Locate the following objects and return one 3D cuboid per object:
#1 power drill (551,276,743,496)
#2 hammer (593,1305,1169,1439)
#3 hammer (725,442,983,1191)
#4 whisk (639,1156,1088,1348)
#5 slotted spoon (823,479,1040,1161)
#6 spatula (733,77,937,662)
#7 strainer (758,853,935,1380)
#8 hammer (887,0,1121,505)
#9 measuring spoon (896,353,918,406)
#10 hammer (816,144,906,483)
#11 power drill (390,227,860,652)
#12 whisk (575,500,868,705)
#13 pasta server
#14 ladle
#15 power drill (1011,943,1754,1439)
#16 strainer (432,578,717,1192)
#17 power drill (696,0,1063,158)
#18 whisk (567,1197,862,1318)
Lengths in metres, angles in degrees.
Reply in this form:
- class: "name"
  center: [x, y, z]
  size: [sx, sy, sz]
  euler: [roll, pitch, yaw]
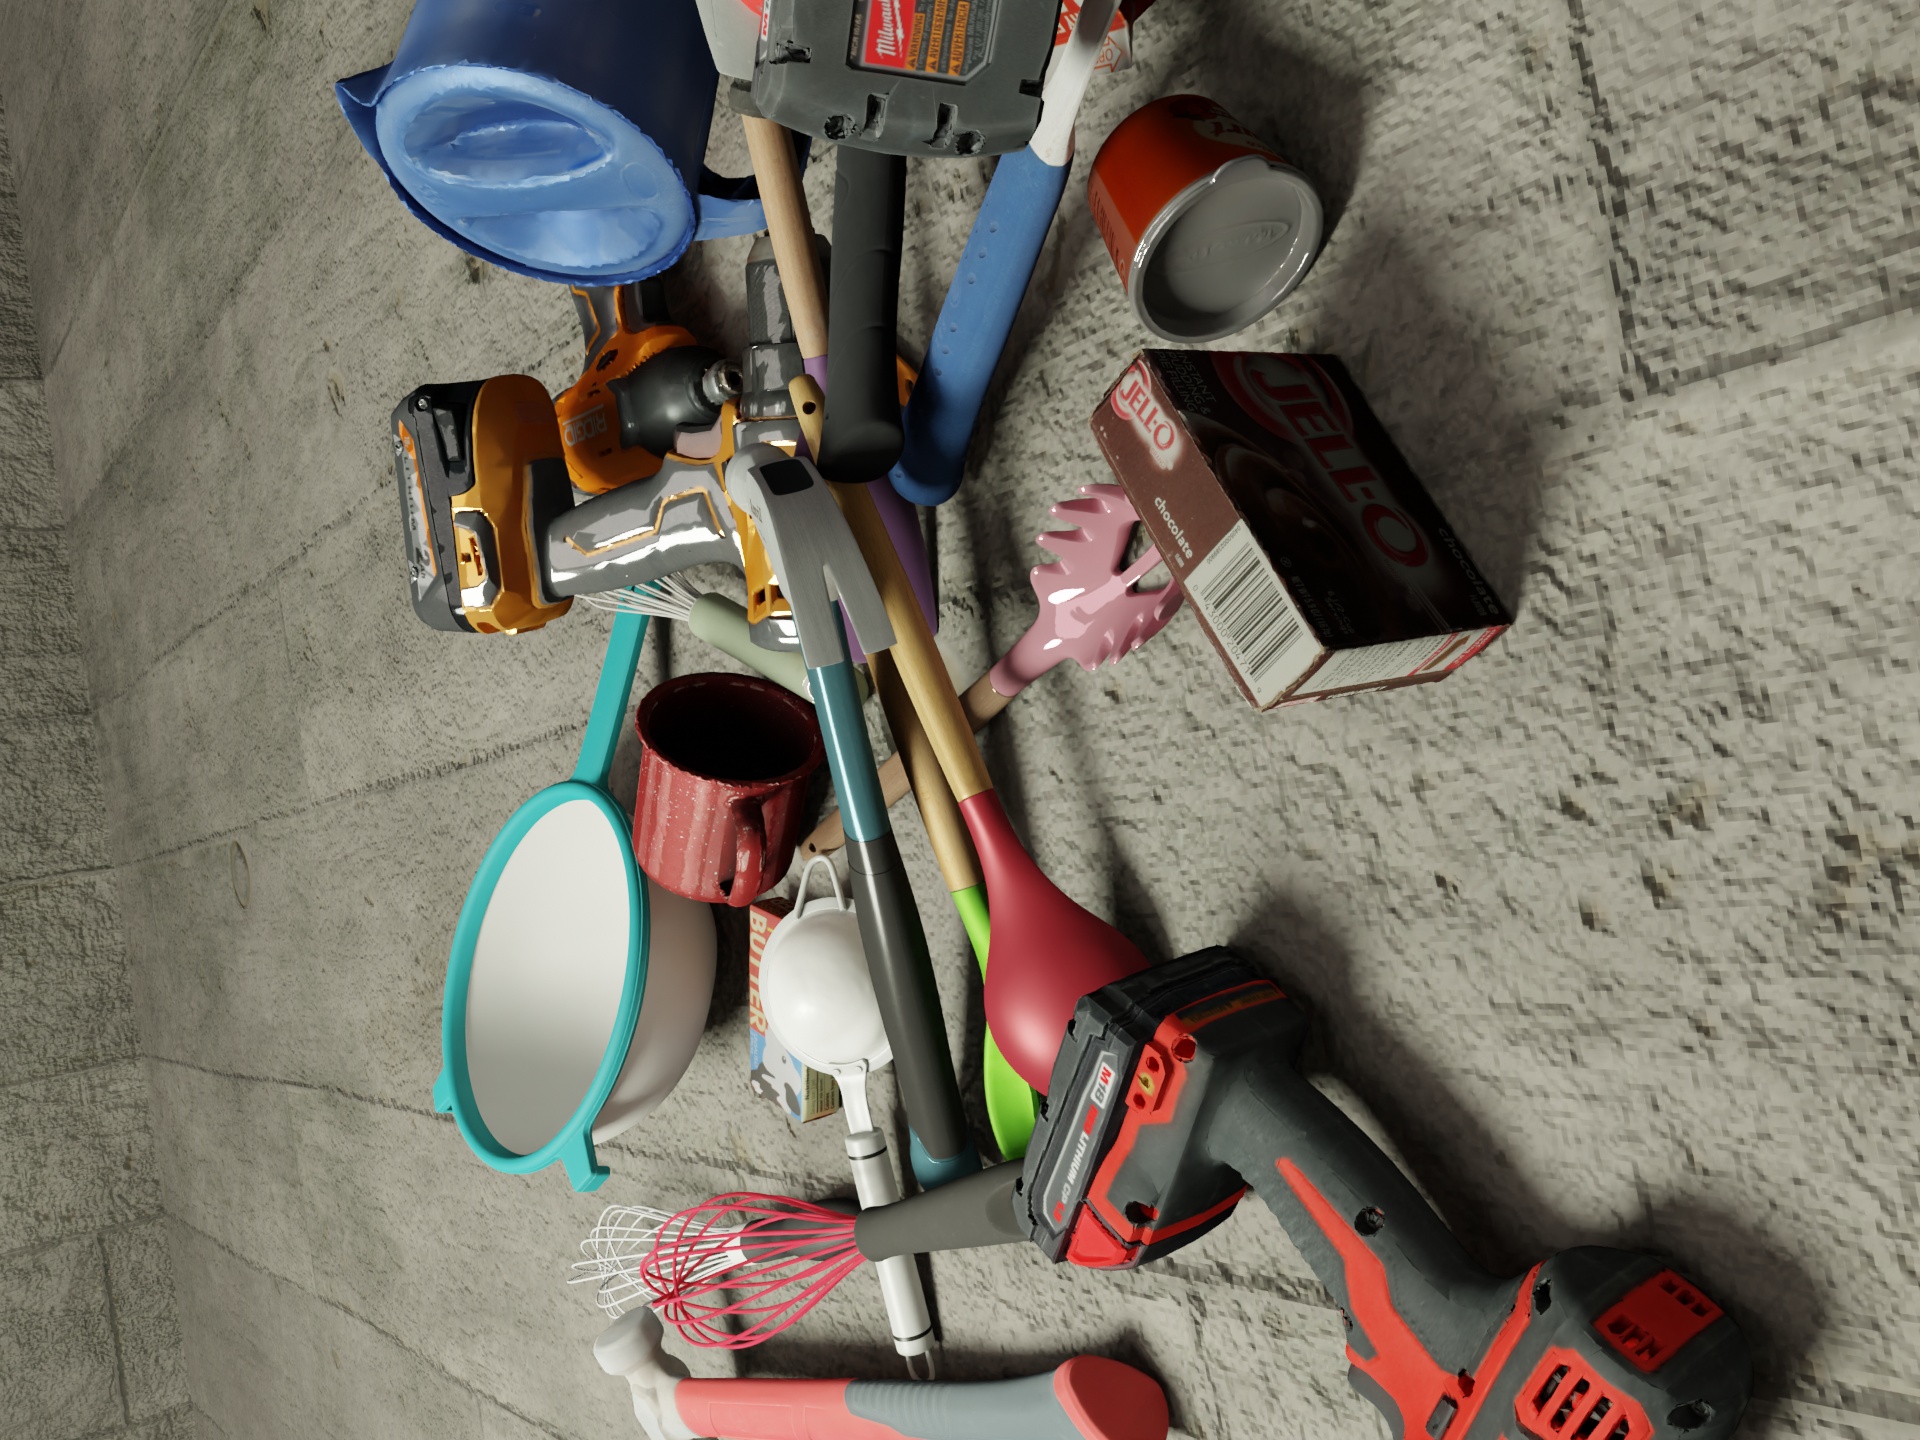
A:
- class: "power drill"
  center: [-0.171, -0.238, 0.814]
  size: [0.164, 0.084, 0.226]
  euler: [-4, 97, 51]
- class: "hammer"
  center: [-0.041, 0.346, 0.766]
  size: [0.386, 0.038, 0.143]
  euler: [-24, 101, 46]
- class: "hammer"
  center: [-0.036, 0.055, 0.657]
  size: [0.128, 0.033, 0.330]
  euler: [-134, 30, -65]
- class: "whisk"
  center: [-0.050, 0.232, 0.707]
  size: [0.296, 0.073, 0.073]
  euler: [-29, 73, 41]
- class: "slotted spoon"
  center: [-0.004, 0.043, 0.655]
  size: [0.070, 0.031, 0.314]
  euler: [-20, 90, 51]
- class: "spatula"
  center: [-0.066, -0.175, 0.653]
  size: [0.018, 0.059, 0.315]
  euler: [-149, 44, -67]
- class: "strainer"
  center: [-0.046, 0.193, 0.754]
  size: [0.087, 0.050, 0.258]
  euler: [-13, 93, 23]
- class: "hammer"
  center: [0.031, -0.195, 0.495]
  size: [0.405, 0.035, 0.144]
  euler: [120, 147, -62]
- class: "measuring spoon"
  center: [-0.045, -0.173, 0.720]
  size: [0.117, 0.011, 0.021]
  euler: [47, 143, 33]
- class: "hammer"
  center: [-0.034, -0.297, 0.609]
  size: [0.149, 0.036, 0.409]
  euler: [5, 93, 62]
- class: "power drill"
  center: [-0.145, -0.125, 0.733]
  size: [0.226, 0.084, 0.185]
  euler: [1, 102, 18]
- class: "whisk"
  center: [-0.134, -0.057, 0.813]
  size: [0.246, 0.059, 0.057]
  euler: [28, 124, 36]
- class: "pasta server"
  center: [-0.001, -0.002, 0.670]
  size: [0.316, 0.040, 0.060]
  euler: [-42, 75, 48]
- class: "ladle"
  center: [-0.003, 0.005, 0.624]
  size: [0.069, 0.031, 0.315]
  euler: [-25, 83, 10]
- class: "power drill"
  center: [0.121, 0.203, 0.522]
  size: [0.227, 0.080, 0.187]
  euler: [38, 125, 39]
- class: "strainer"
  center: [-0.186, 0.083, 0.895]
  size: [0.211, 0.095, 0.340]
  euler: [3, 78, 50]
- class: "power drill"
  center: [-0.040, -0.249, 0.496]
  size: [0.220, 0.078, 0.143]
  euler: [-123, 38, -55]
- class: "whisk"
  center: [-0.134, 0.291, 0.877]
  size: [0.284, 0.070, 0.070]
  euler: [-27, 75, 45]
